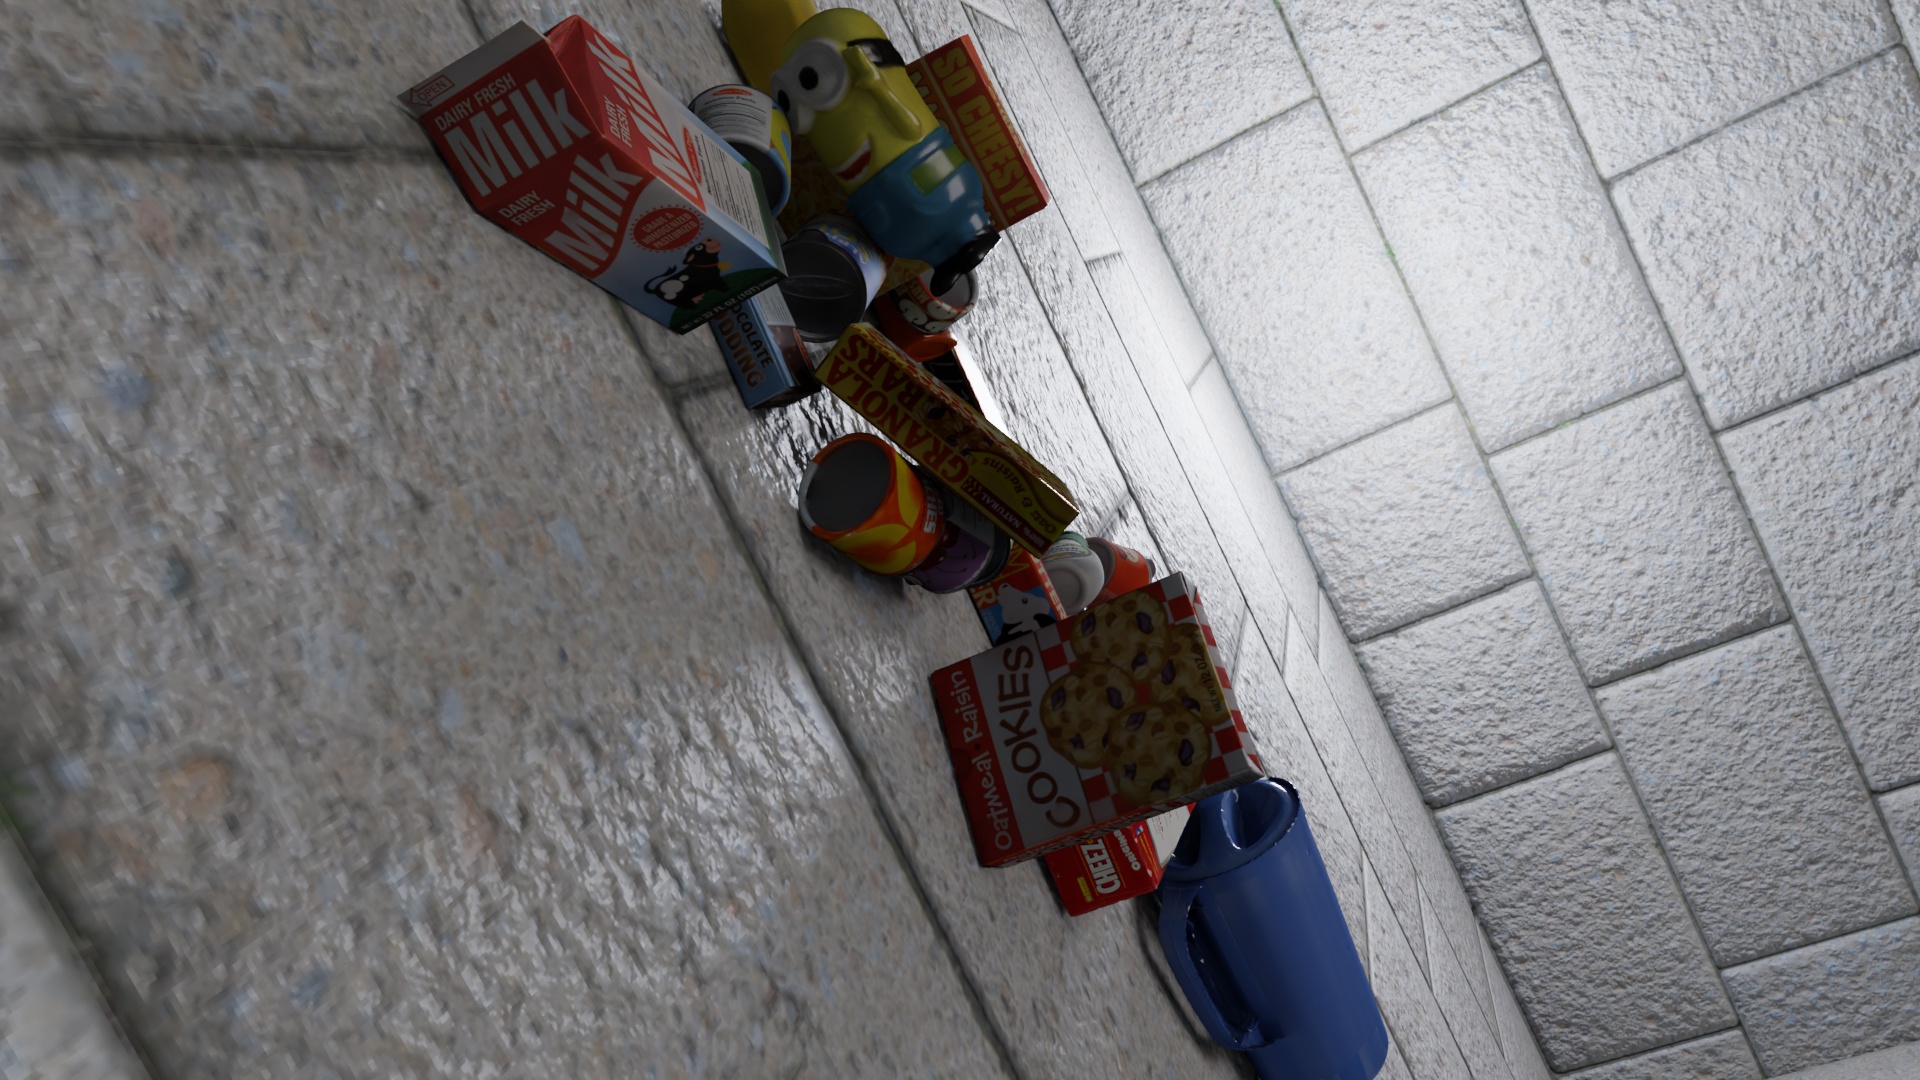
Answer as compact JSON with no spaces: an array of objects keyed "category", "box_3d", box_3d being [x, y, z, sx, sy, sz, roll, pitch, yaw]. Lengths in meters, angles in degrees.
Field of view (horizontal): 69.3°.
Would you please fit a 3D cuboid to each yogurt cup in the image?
[{"category":"yogurt cup","box_3d":[0.124,0.031,1.203,0.054,0.072,0.073,29,39,-48]}]

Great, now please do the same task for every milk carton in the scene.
[{"category":"milk carton","box_3d":[-0.167,-0.175,0.656,0.190,0.072,0.073,31,39,-61]}]

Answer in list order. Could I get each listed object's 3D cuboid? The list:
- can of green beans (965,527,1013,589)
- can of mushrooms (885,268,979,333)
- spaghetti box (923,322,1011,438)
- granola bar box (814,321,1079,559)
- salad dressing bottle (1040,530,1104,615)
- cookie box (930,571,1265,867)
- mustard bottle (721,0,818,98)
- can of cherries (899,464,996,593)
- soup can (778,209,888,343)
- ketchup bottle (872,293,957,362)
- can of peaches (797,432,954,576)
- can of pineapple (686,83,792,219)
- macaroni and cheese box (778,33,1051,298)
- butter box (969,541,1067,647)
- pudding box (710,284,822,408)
[{"category":"can of green beans","box_3d":[0.004,-0.010,0.922,0.071,0.071,0.058,60,19,-16]},{"category":"can of mushrooms","box_3d":[-0.022,-0.187,1.006,0.071,0.033,0.071,22,55,-35]},{"category":"spaghetti box","box_3d":[-0.001,-0.127,1.111,0.250,0.028,0.050,66,19,1]},{"category":"granola bar box","box_3d":[-0.008,-0.063,0.827,0.165,0.039,0.124,39,8,-6]},{"category":"salad dressing bottle","box_3d":[0.083,0.023,1.112,0.148,0.064,0.044,-59,135,-78]},{"category":"cookie box","box_3d":[0.076,0.107,0.817,0.040,0.167,0.123,36,34,-62]},{"category":"mustard bottle","box_3d":[-0.115,-0.322,0.998,0.160,0.065,0.049,68,23,-12]},{"category":"can of cherries","box_3d":[-0.023,-0.005,0.844,0.058,0.071,0.072,29,40,-52]},{"category":"soup can","box_3d":[-0.084,-0.172,0.879,0.071,0.071,0.084,59,19,-19]},{"category":"ketchup bottle","box_3d":[-0.053,-0.209,1.050,0.065,0.043,0.149,-6,72,-63]},{"category":"can of peaches","box_3d":[-0.048,-0.021,0.789,0.058,0.071,0.071,39,32,-52]},{"category":"can of pineapple","box_3d":[-0.133,-0.224,0.820,0.071,0.071,0.058,49,25,-41]},{"category":"macaroni and cheese box","box_3d":[-0.040,-0.243,0.933,0.123,0.166,0.040,61,18,-15]},{"category":"butter box","box_3d":[0.031,0.023,0.975,0.103,0.053,0.024,65,16,0]},{"category":"pudding box","box_3d":[-0.115,-0.118,0.791,0.083,0.030,0.050,66,17,1]}]
